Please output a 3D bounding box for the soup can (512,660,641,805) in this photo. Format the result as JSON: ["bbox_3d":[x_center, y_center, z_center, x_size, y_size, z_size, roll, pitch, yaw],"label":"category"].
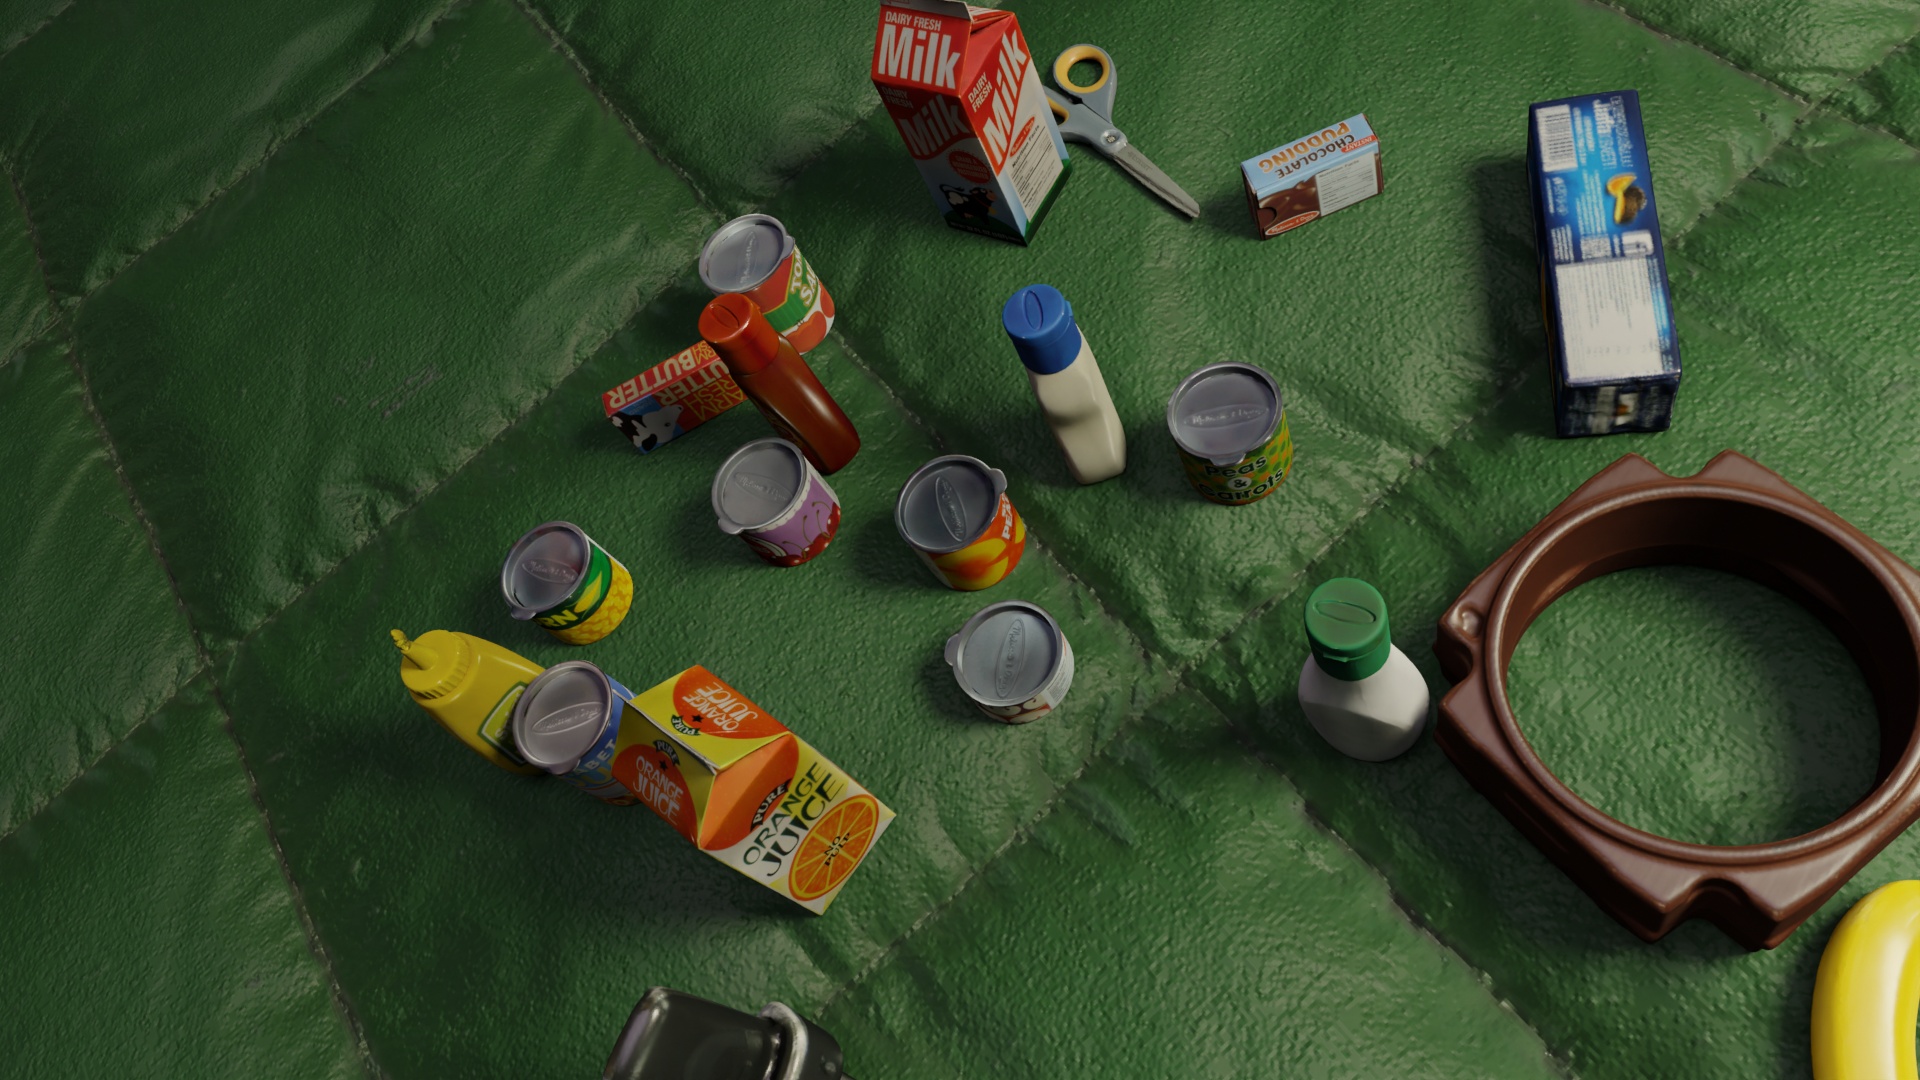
[{"bbox_3d":[-0.219,0.121,0.841,0.071,0.083,0.071,-9,61,16],"label":"soup can"}]

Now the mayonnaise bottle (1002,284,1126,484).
[{"bbox_3d":[0.062,-0.093,0.814,0.041,0.147,0.065,-18,59,11],"label":"mayonnaise bottle"}]

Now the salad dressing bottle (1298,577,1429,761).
[{"bbox_3d":[0.195,0.065,0.680,0.064,0.147,0.044,14,69,26],"label":"salad dressing bottle"}]

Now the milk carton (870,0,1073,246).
[{"bbox_3d":[0.005,-0.286,0.913,0.072,0.190,0.073,22,73,29],"label":"milk carton"}]

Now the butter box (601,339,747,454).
[{"bbox_3d":[-0.192,-0.104,0.970,0.103,0.053,0.024,-28,57,5],"label":"butter box"}]

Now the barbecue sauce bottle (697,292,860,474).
[{"bbox_3d":[-0.116,-0.100,0.883,0.044,0.148,0.065,-45,58,-6],"label":"barbecue sauce bottle"}]

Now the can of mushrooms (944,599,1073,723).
[{"bbox_3d":[0.029,0.070,0.806,0.071,0.033,0.071,-9,61,16],"label":"can of mushrooms"}]

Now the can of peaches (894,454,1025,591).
[{"bbox_3d":[0.003,-0.011,0.845,0.071,0.058,0.071,-9,61,16],"label":"can of peaches"}]

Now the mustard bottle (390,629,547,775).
[{"bbox_3d":[-0.291,0.092,0.838,0.049,0.159,0.065,28,76,30],"label":"mustard bottle"}]

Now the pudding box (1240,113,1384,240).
[{"bbox_3d":[0.224,-0.232,0.887,0.083,0.049,0.030,-22,58,8],"label":"pudding box"}]

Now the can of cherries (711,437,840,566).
[{"bbox_3d":[-0.120,-0.022,0.896,0.071,0.058,0.072,-9,61,16],"label":"can of cherries"}]

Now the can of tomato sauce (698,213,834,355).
[{"bbox_3d":[-0.132,-0.176,0.969,0.071,0.083,0.071,-9,61,16],"label":"can of tomato sauce"}]

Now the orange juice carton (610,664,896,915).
[{"bbox_3d":[-0.113,0.129,0.733,0.072,0.192,0.073,31,77,31],"label":"orange juice carton"}]

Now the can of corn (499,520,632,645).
[{"bbox_3d":[-0.261,0.031,0.920,0.071,0.058,0.071,-9,61,16],"label":"can of corn"}]

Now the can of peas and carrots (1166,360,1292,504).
[{"bbox_3d":[0.159,-0.060,0.813,0.071,0.058,0.071,-9,61,16],"label":"can of peas and carrots"}]
